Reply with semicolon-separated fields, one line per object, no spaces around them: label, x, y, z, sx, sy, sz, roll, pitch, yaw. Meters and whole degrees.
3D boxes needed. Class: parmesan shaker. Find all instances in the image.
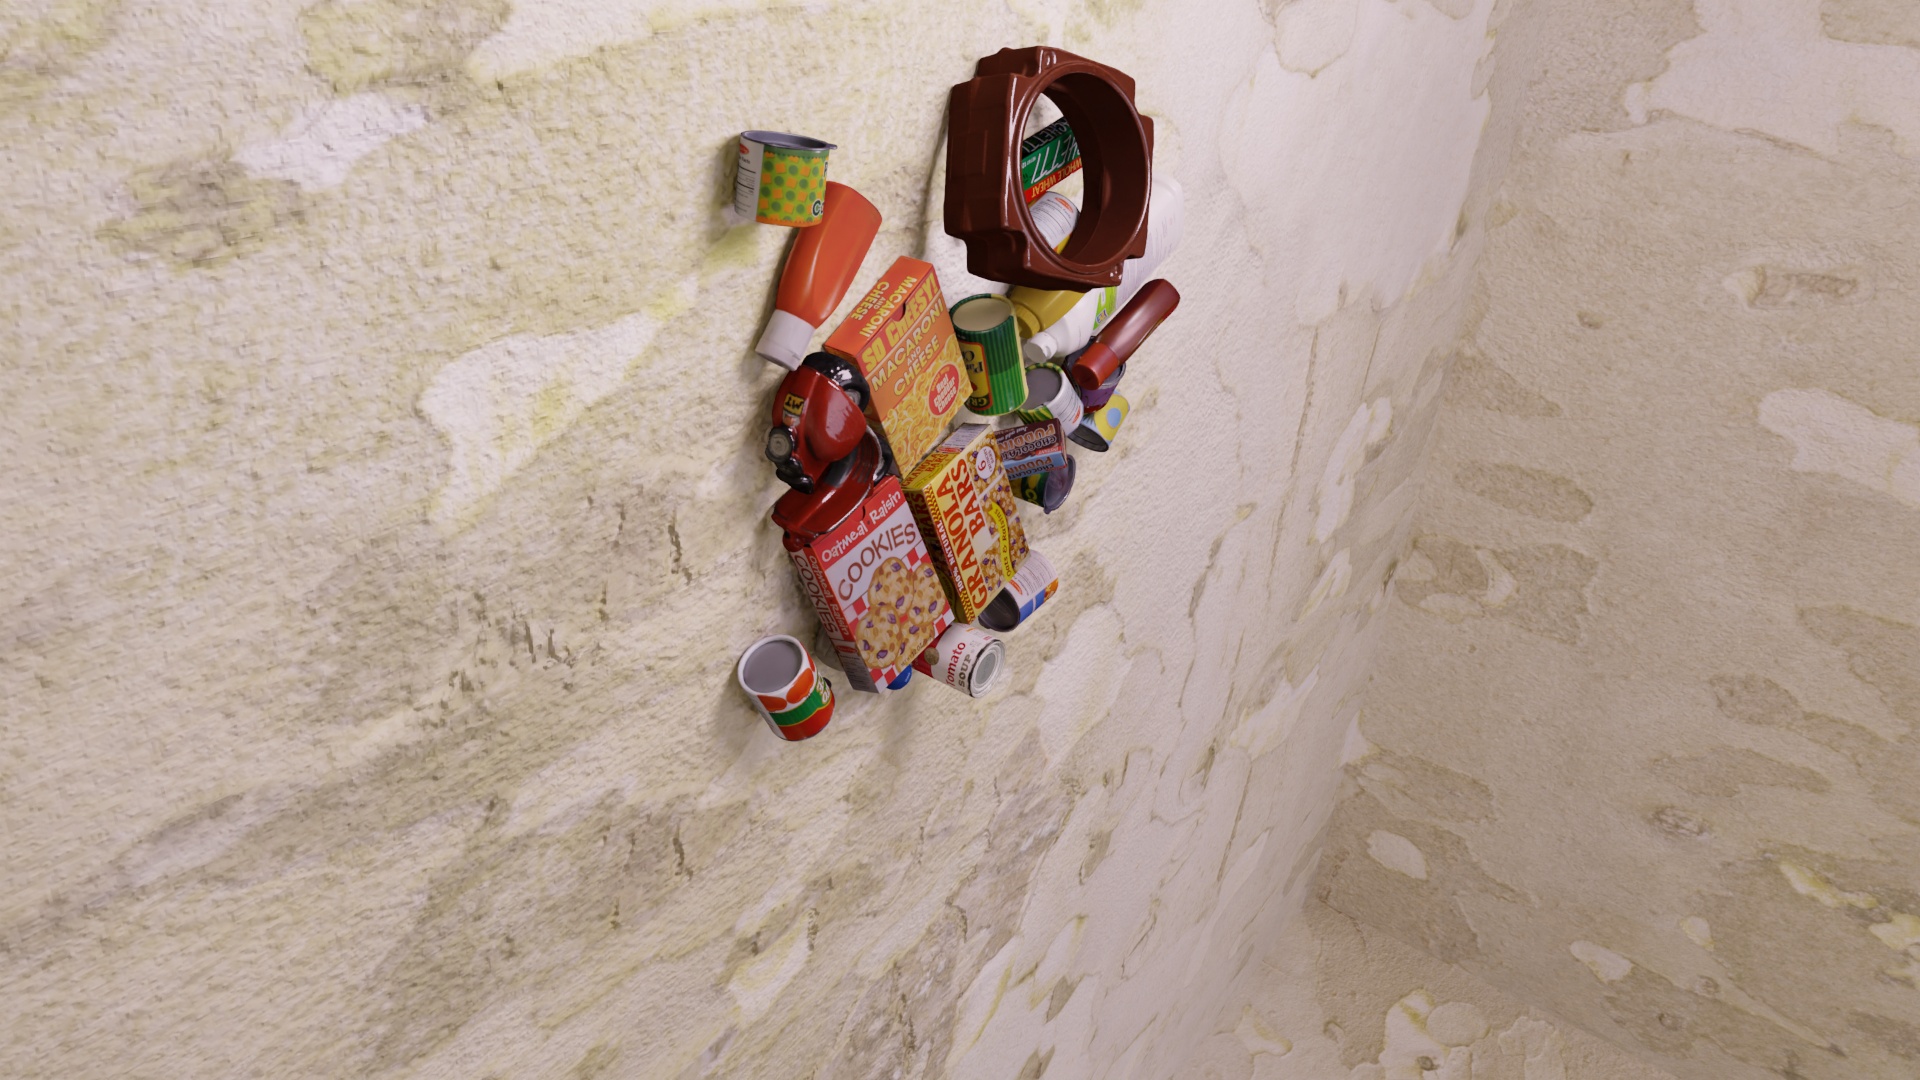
parmesan shaker;0.026;-0.182;1.355;0.071;0.071;0.102;-48;144;-31

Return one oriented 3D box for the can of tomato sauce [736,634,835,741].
can of tomato sauce;-0.156;0.132;1.260;0.071;0.071;0.082;-54;148;-23

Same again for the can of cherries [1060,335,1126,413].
can of cherries;0.140;-0.182;1.530;0.072;0.071;0.058;-49;172;-31

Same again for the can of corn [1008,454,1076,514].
can of corn;0.085;-0.071;1.536;0.071;0.058;0.070;-39;140;-42

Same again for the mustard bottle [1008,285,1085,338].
mustard bottle;0.087;-0.253;1.412;0.161;0.065;0.048;-52;147;-18

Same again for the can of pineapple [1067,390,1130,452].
can of pineapple;0.152;-0.144;1.594;0.058;0.071;0.071;-60;150;-14

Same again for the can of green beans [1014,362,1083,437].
can of green beans;0.091;-0.148;1.481;0.071;0.071;0.057;-59;144;-15

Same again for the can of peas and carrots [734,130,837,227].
can of peas and carrots;-0.130;-0.268;1.027;0.071;0.071;0.058;-23;129;-52

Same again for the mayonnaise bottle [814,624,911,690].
mayonnaise bottle;-0.092;0.113;1.383;0.065;0.041;0.147;-64;152;-12

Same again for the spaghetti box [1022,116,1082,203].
spaghetti box;0.077;-0.367;1.349;0.251;0.029;0.049;-41;143;-39

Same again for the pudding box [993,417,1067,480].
pudding box;0.068;-0.093;1.454;0.030;0.083;0.050;60;23;-52

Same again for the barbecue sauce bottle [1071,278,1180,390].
barbecue sauce bottle;0.175;-0.220;1.491;0.149;0.043;0.064;-47;-173;-27

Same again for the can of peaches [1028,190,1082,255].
can of peaches;0.079;-0.298;1.364;0.058;0.071;0.071;-47;145;-33

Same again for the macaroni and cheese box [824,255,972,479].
macaroni and cheese box;-0.052;-0.156;1.266;0.124;0.040;0.165;-54;149;-25

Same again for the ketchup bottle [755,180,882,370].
ketchup bottle;-0.116;-0.210;1.116;0.064;0.043;0.149;33;80;-59

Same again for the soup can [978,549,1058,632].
soup can;0.061;0.058;1.580;0.084;0.071;0.071;-36;139;-44

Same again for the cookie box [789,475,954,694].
cookie box;-0.080;0.040;1.299;0.123;0.040;0.166;-43;123;-38

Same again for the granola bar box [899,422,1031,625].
granola bar box;0.005;-0.018;1.397;0.125;0.039;0.164;-46;130;-38
